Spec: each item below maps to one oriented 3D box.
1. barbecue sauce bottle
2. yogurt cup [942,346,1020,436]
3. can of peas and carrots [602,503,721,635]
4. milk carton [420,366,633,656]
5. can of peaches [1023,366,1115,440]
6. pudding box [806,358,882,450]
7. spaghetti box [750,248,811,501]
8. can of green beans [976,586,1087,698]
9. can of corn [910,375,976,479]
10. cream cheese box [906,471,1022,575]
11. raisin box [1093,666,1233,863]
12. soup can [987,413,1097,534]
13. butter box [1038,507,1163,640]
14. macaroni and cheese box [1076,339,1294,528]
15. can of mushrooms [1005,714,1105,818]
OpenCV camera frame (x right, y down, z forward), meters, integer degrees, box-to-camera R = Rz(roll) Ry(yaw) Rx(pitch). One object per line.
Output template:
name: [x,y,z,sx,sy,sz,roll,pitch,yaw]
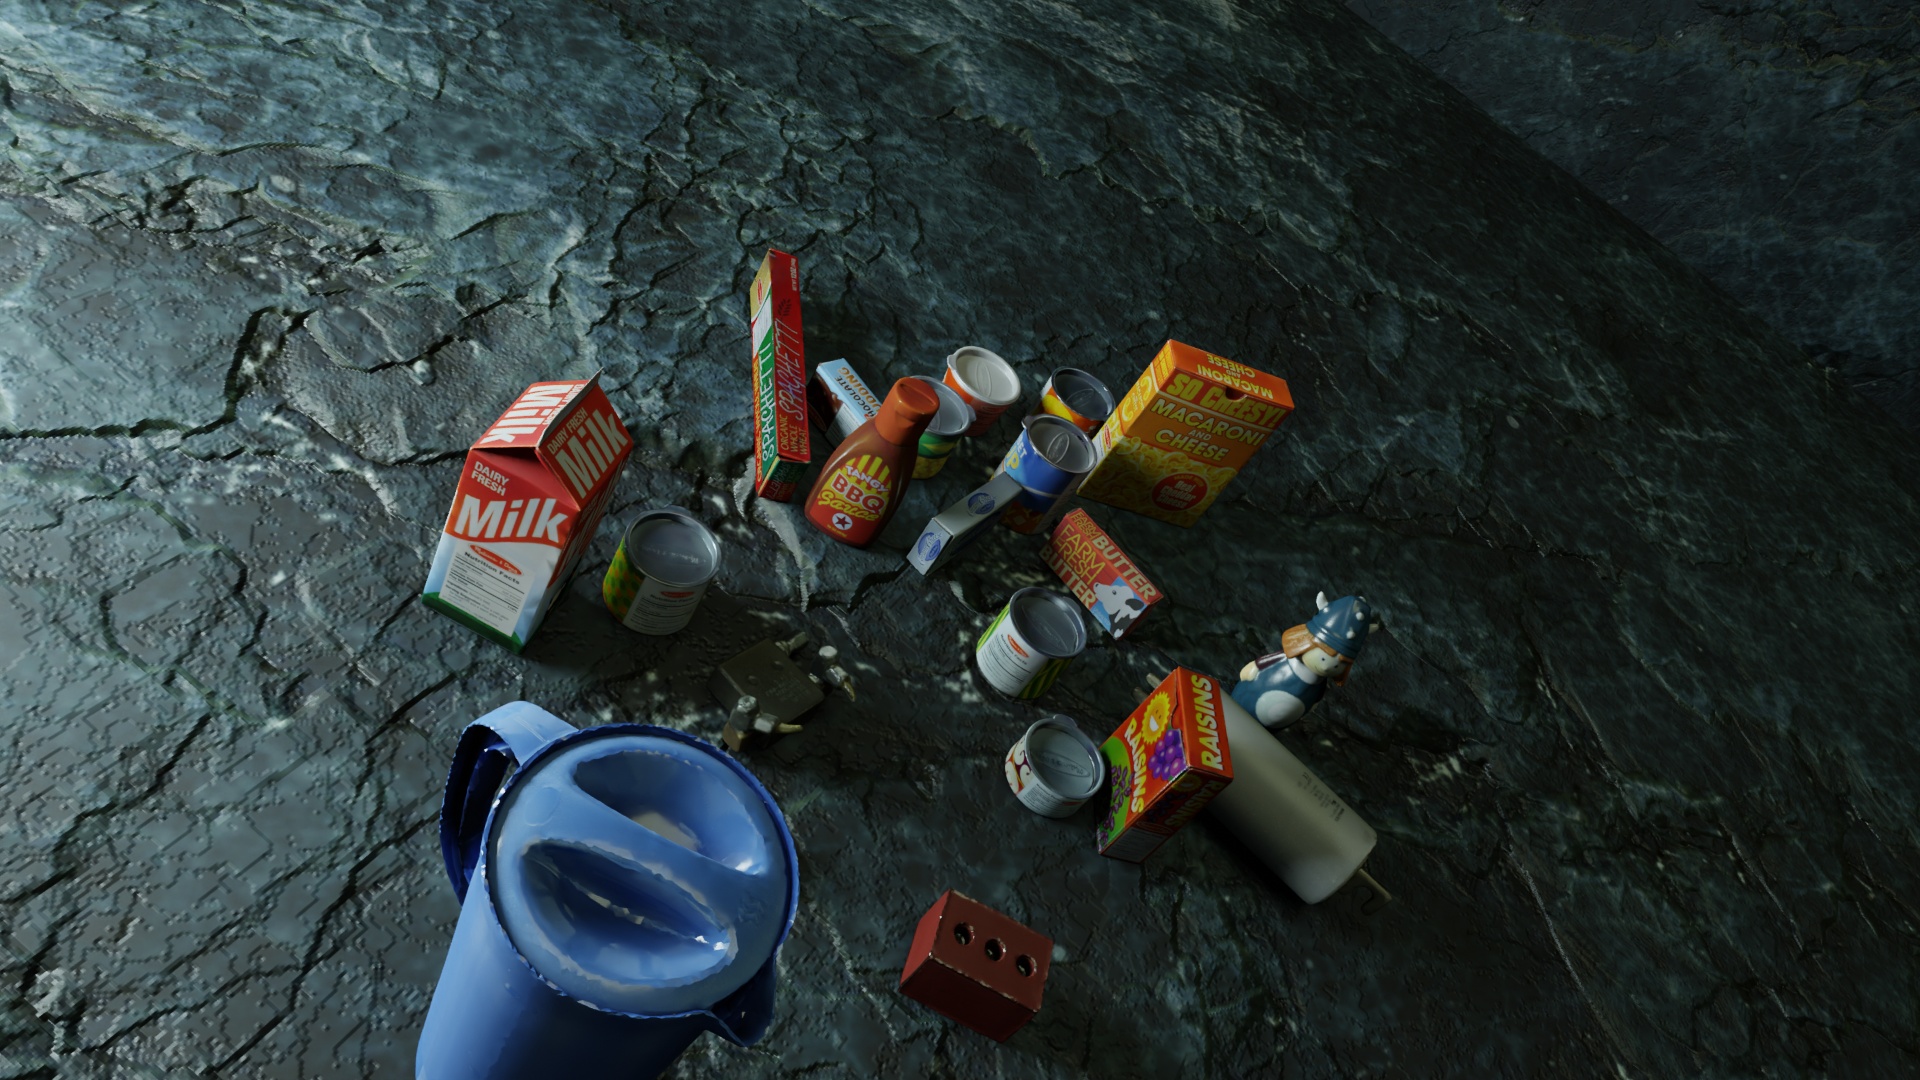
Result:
barbecue sauce bottle: [-0.062,-0.059,1.039,0.065,0.147,0.044,30,41,-6]
yogurt cup: [0.012,-0.129,1.226,0.072,0.053,0.073,18,44,-18]
can of peas and carrots: [-0.203,0.020,0.940,0.071,0.058,0.071,18,44,-18]
milk carton: [-0.259,-0.022,0.842,0.073,0.189,0.073,30,41,-6]
can of peaches: [0.100,-0.114,1.267,0.071,0.057,0.071,18,44,-18]
pudding box: [-0.091,-0.102,1.135,0.030,0.049,0.084,-23,66,-44]
spaghetti box: [-0.149,-0.139,1.131,0.029,0.050,0.251,13,46,-24]
can of green beans: [0.054,0.078,1.055,0.071,0.057,0.071,18,44,-18]
can of corn: [-0.031,-0.093,1.161,0.071,0.058,0.071,18,44,-18]
cream cheese box: [0.004,-0.014,1.113,0.024,0.053,0.104,44,42,10]
raisin box: [0.140,0.160,0.985,0.040,0.122,0.086,19,43,-18]
soup can: [0.064,-0.057,1.170,0.071,0.083,0.072,19,44,-19]
butter box: [0.114,0.028,1.147,0.103,0.052,0.024,48,43,15]
macaroni and cheese box: [0.194,-0.089,1.224,0.124,0.165,0.040,15,45,-22]
can of mushrooms: [0.068,0.163,1.004,0.071,0.033,0.071,18,44,-18]
